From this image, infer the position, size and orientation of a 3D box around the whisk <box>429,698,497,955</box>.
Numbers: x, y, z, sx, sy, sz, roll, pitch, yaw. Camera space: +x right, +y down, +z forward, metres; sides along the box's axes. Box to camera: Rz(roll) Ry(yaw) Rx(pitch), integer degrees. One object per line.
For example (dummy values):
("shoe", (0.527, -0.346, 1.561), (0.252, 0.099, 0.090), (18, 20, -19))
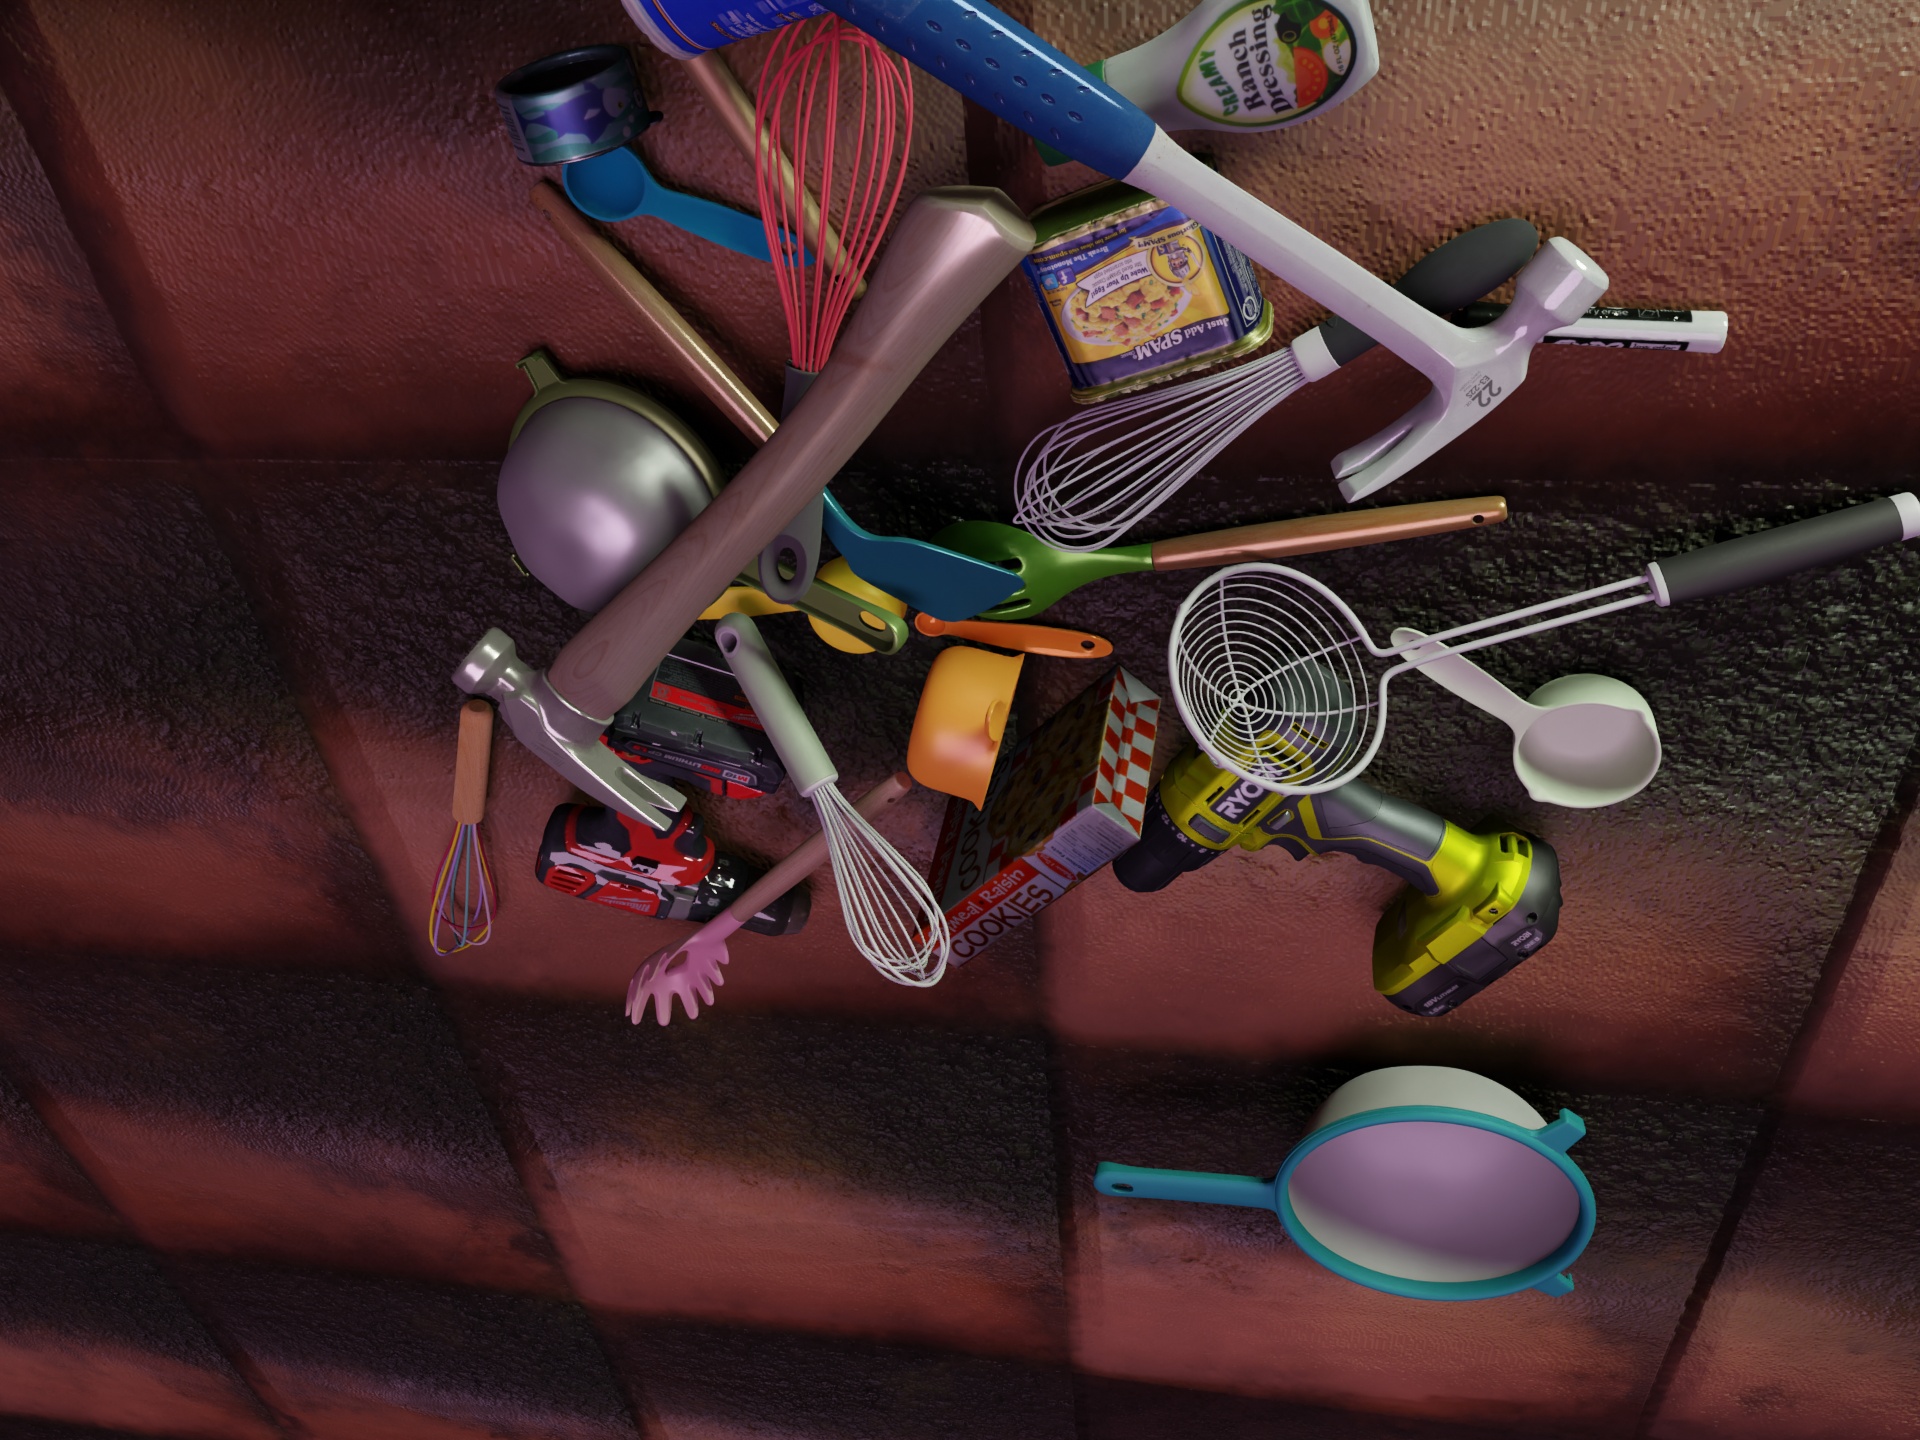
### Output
("whisk", (-0.345, 0.079, 1.119), (0.047, 0.051, 0.244), (4, 131, -18))

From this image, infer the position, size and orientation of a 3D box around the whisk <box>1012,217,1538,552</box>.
("whisk", (0.144, -0.162, 0.774), (0.284, 0.070, 0.070), (-27, 120, 27))

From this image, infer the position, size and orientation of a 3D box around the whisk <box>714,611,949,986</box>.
("whisk", (-0.076, 0.044, 0.915), (0.058, 0.059, 0.246), (-35, 80, 33))

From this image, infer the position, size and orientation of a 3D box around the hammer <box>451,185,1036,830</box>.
("hammer", (-0.099, -0.093, 0.781), (0.146, 0.038, 0.410), (40, 126, -12))

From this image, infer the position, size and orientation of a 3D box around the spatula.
("spatula", (-0.100, -0.161, 0.832), (0.317, 0.044, 0.082), (46, 149, -12))

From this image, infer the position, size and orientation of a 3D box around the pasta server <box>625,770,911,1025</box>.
("pasta server", (-0.126, 0.118, 1.018), (0.060, 0.040, 0.316), (11, 143, -38))

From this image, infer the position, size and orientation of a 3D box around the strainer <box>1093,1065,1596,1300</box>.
("strainer", (0.268, 0.310, 1.136), (0.340, 0.095, 0.210), (-1, 128, 17))

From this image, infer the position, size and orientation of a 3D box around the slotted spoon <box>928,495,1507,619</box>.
("slotted spoon", (0.129, -0.093, 0.857), (0.314, 0.031, 0.070), (-6, 132, 17))

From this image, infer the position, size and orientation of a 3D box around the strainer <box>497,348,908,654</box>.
("strainer", (-0.154, -0.084, 0.865), (0.256, 0.069, 0.151), (26, 133, 10))

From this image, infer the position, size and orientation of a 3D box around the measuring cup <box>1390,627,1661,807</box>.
("measuring cup", (0.308, -0.014, 0.879), (0.167, 0.038, 0.083), (31, 131, -7))

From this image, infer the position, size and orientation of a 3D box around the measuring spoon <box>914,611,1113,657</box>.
("measuring spoon", (0.031, -0.052, 0.929), (0.117, 0.011, 0.021), (8, 137, 1))

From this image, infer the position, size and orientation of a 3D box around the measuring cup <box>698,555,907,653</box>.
("measuring cup", (-0.109, -0.063, 0.937), (0.156, 0.029, 0.062), (-2, 130, 15))

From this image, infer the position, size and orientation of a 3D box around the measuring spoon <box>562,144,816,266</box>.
("measuring spoon", (-0.131, -0.255, 0.787), (0.128, 0.021, 0.042), (17, 133, -14))

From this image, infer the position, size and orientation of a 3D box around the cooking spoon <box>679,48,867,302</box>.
("cooking spoon", (-0.135, -0.324, 0.720), (0.069, 0.017, 0.318), (-23, 122, 24))

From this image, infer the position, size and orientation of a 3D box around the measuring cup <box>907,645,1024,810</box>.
("measuring cup", (-0.001, -0.003, 0.886), (0.052, 0.095, 0.173), (16, 177, 4))

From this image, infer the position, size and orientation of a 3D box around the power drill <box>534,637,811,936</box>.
("power drill", (-0.166, 0.059, 1.030), (0.187, 0.080, 0.226), (18, 137, -12))

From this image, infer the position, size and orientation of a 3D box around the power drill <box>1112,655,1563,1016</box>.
("power drill", (0.221, 0.082, 0.957), (0.228, 0.080, 0.190), (31, 129, -10))

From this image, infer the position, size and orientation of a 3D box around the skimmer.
("skimmer", (0.286, -0.057, 0.791), (0.363, 0.127, 0.090), (-16, 164, 15))

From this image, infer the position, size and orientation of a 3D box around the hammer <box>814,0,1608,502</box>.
("hammer", (0.077, -0.221, 0.650), (0.405, 0.035, 0.144), (23, 125, -25))

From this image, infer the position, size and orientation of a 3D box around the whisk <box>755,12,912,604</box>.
("whisk", (-0.071, -0.188, 0.761), (0.073, 0.073, 0.295), (12, 120, 3))
